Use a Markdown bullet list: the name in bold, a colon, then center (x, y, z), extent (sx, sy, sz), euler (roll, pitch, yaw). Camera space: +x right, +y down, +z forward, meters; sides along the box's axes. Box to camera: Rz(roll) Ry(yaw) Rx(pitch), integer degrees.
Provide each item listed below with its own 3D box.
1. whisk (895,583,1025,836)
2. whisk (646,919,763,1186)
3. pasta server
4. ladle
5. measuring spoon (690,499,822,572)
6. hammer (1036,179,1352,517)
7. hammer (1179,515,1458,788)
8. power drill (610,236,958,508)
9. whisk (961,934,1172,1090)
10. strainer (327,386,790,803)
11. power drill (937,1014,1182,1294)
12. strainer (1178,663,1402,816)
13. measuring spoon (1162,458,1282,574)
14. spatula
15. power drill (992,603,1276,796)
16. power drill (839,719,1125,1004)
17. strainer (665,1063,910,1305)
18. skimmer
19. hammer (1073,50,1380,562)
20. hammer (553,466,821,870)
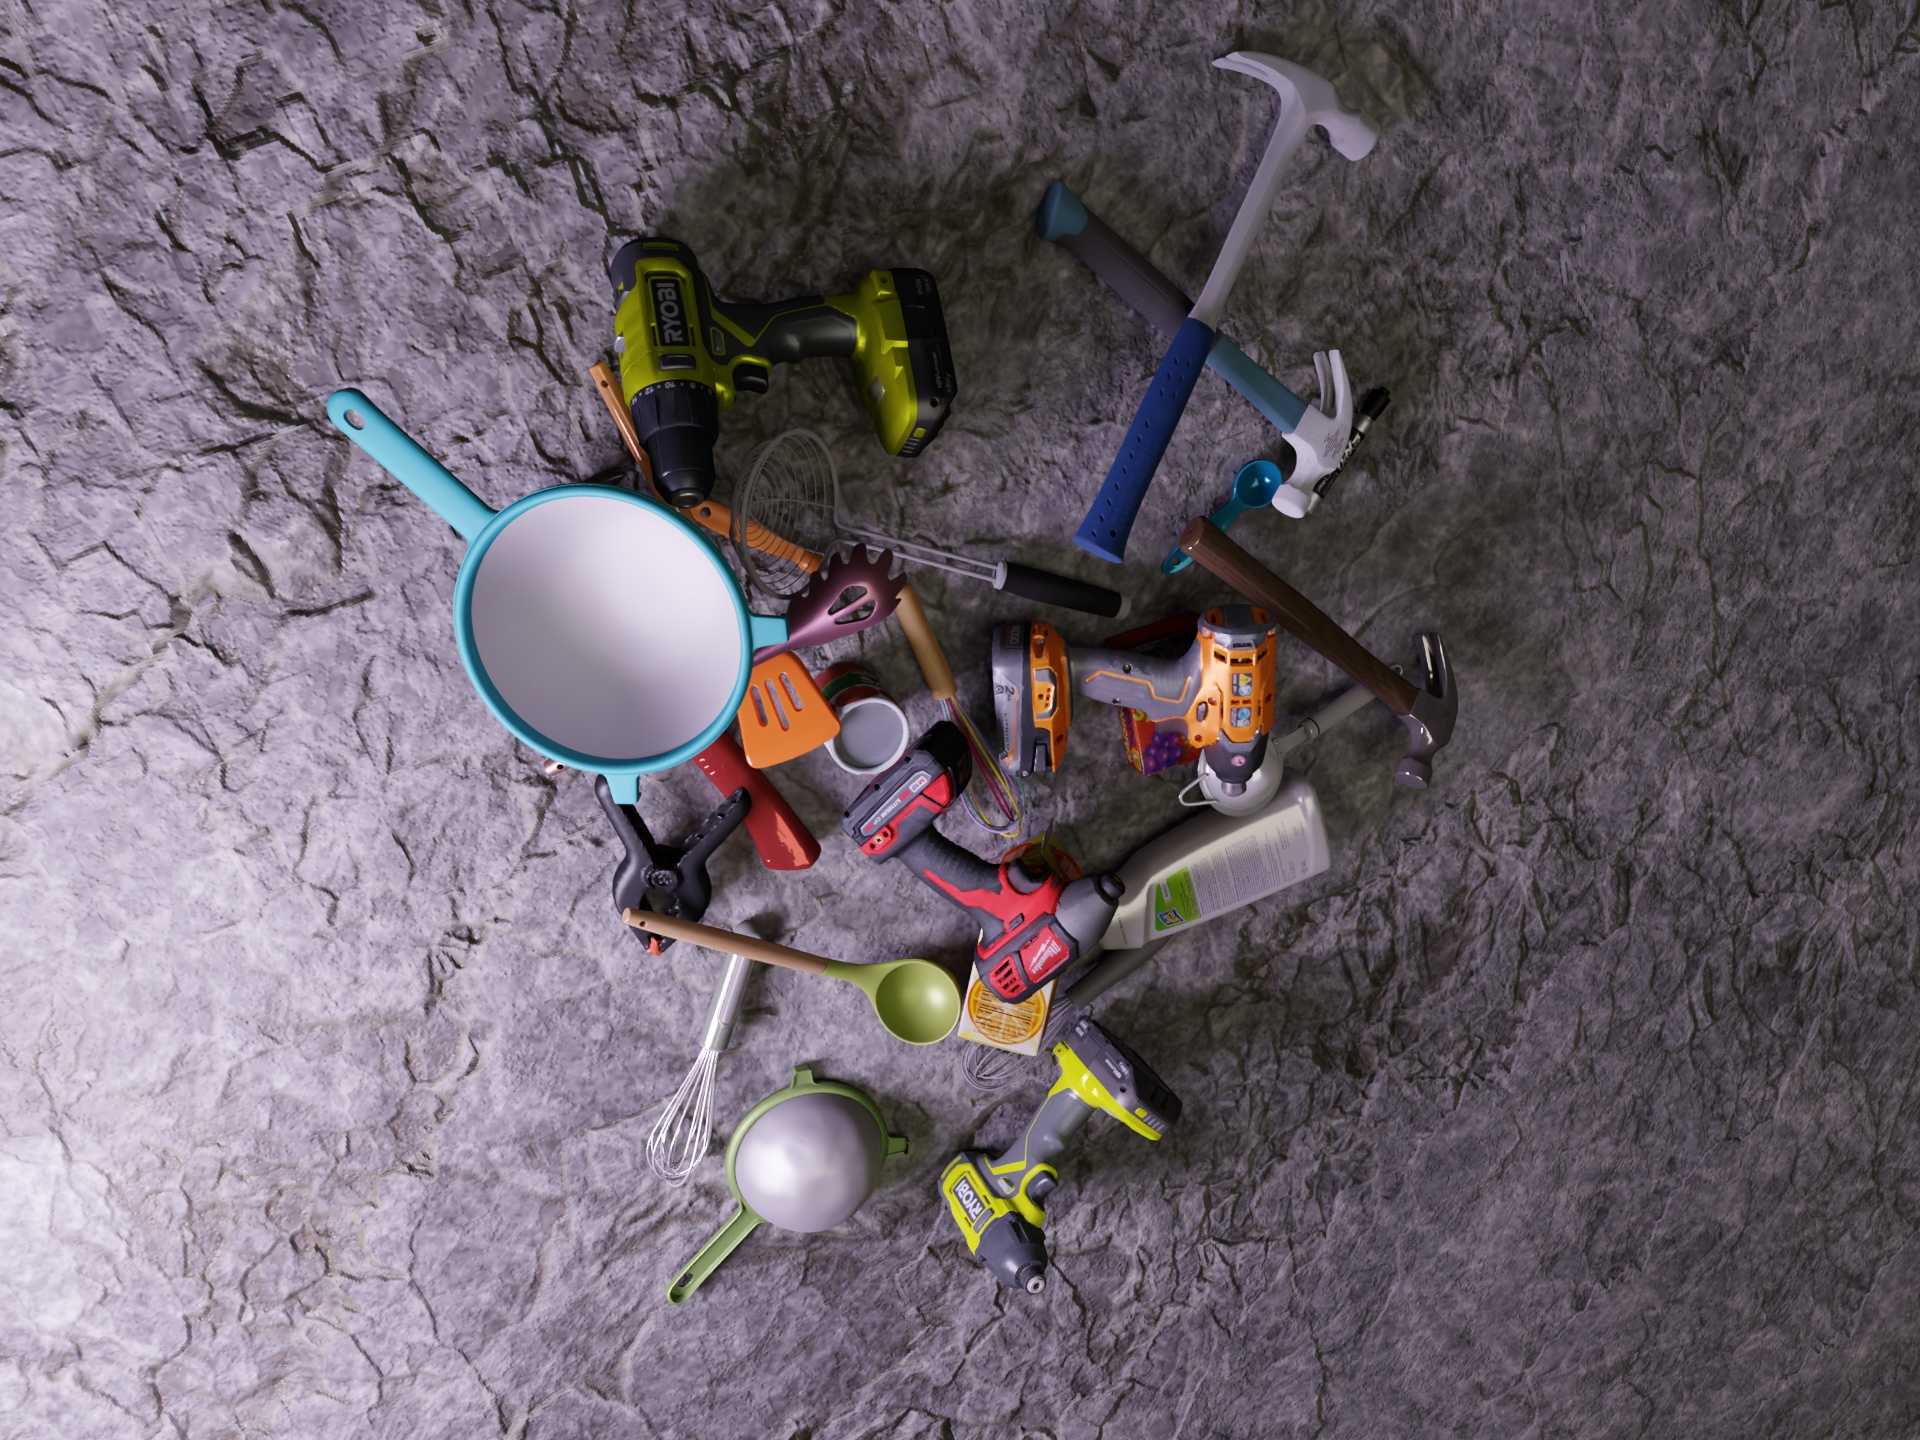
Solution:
- **whisk**: center (0.000, -0.004, 1.317), extent (0.051, 0.047, 0.244), euler (-27, 113, -7)
- **whisk**: center (-0.213, 0.283, 1.352), extent (0.057, 0.059, 0.246), euler (12, 102, -35)
- **pasta server**: center (-0.180, -0.036, 1.182), extent (0.316, 0.040, 0.060), euler (-27, 114, 15)
- **ladle**: center (-0.133, 0.206, 1.319), extent (0.320, 0.062, 0.078), euler (21, 109, -34)
- **measuring spoon**: center (-0.157, -0.142, 1.224), extent (0.116, 0.011, 0.021), euler (24, 101, -26)
- **hammer**: center (0.188, -0.305, 1.259), extent (0.330, 0.033, 0.128), euler (34, 83, -24)
- **hammer**: center (0.316, -0.076, 1.380), extent (0.331, 0.031, 0.130), euler (34, 71, -24)
- **power drill**: center (-0.125, -0.241, 1.117), extent (0.228, 0.080, 0.191), euler (-5, 72, -21)
- **whisk**: center (0.100, 0.254, 1.454), extent (0.239, 0.055, 0.055), euler (-36, 118, -9)
- **strainer**: center (-0.287, -0.116, 1.114), extent (0.340, 0.095, 0.211), euler (42, 111, -9)
- **power drill**: center (0.088, 0.393, 1.433), extent (0.080, 0.171, 0.223), euler (39, 91, -28)
- **strainer**: center (0.303, 0.011, 1.406), extent (0.258, 0.050, 0.086), euler (-30, 107, -23)
- **measuring spoon**: center (0.216, -0.172, 1.345), extent (0.128, 0.021, 0.042), euler (-43, 118, 11)
- **spatula**: center (-0.191, -0.115, 1.179), extent (0.081, 0.041, 0.322), euler (-22, 111, 11)
- **power drill**: center (0.143, -0.008, 1.302), extent (0.226, 0.084, 0.164), euler (-2, 117, 5)
- **power drill**: center (0.022, 0.114, 1.285), extent (0.219, 0.078, 0.143), euler (47, 114, -4)
- **strainer**: center (-0.166, 0.439, 1.415), extent (0.256, 0.069, 0.151), euler (-46, 118, 0)
- **skimmer**: center (-0.011, -0.127, 1.236), extent (0.363, 0.090, 0.127), euler (12, 88, -24)
- **hammer**: center (0.184, -0.315, 1.219), extent (0.144, 0.035, 0.405), euler (26, 88, -24)
- **hammer**: center (-0.216, -0.019, 1.238), extent (0.149, 0.037, 0.358), euler (-38, 117, -2)
